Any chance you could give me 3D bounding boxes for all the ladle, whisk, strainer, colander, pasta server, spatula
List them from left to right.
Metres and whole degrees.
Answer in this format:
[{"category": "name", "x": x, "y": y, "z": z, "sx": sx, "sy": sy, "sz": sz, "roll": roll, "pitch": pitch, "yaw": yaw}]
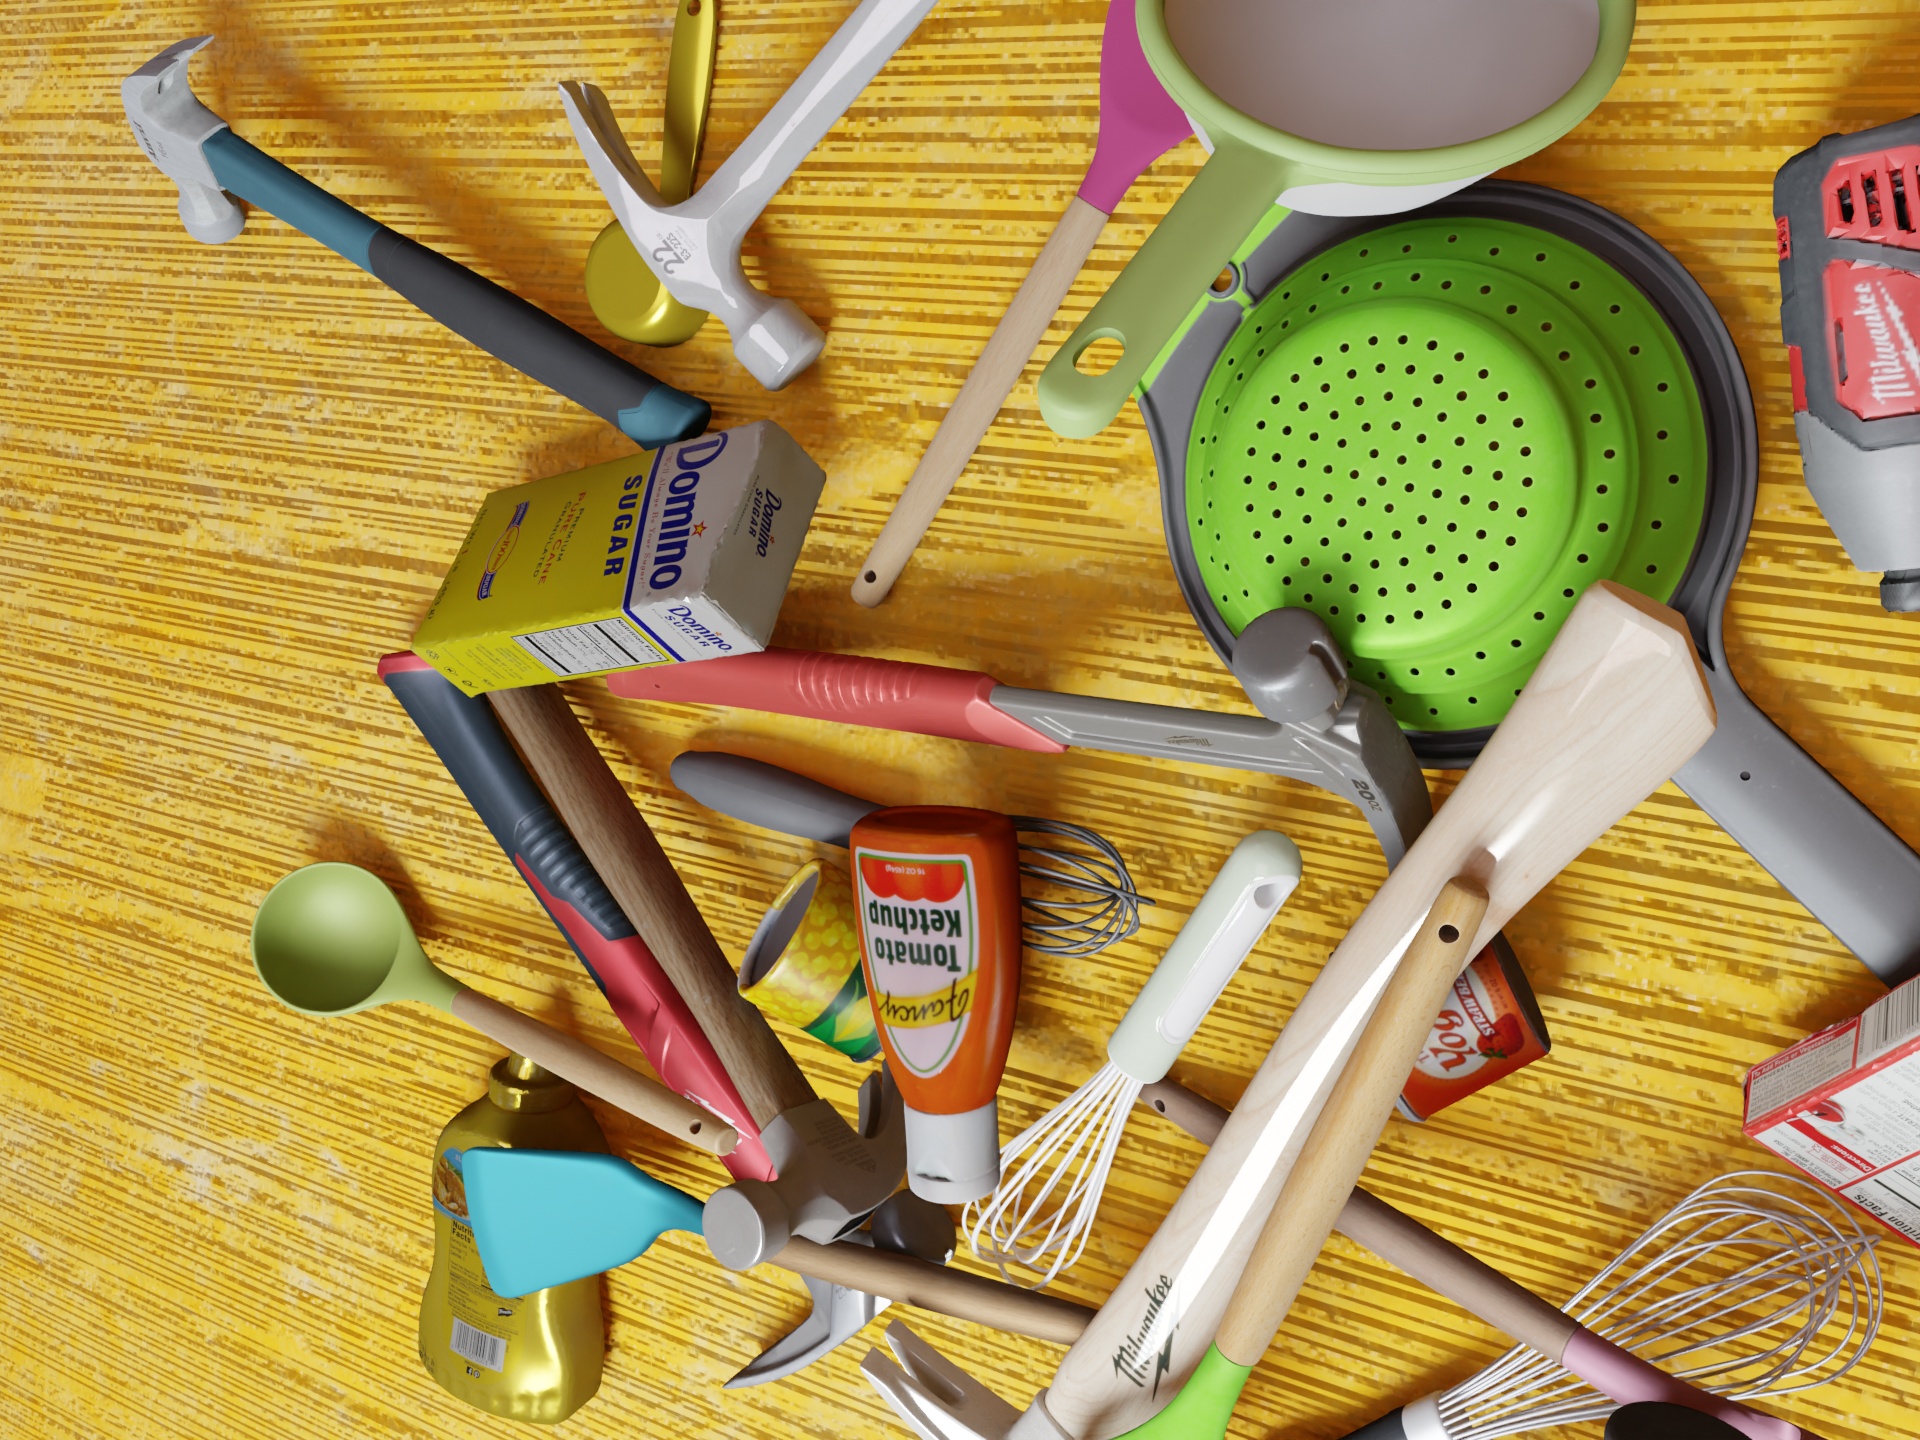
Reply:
[{"category": "ladle", "x": -0.224, "y": 0.136, "z": 0.737, "sx": 0.320, "sy": 0.062, "sz": 0.078, "roll": 14, "pitch": 78, "yaw": 38}, {"category": "spatula", "x": -0.072, "y": 0.233, "z": 0.671, "sx": 0.317, "sy": 0.044, "sz": 0.082, "roll": 4, "pitch": 111, "yaw": 27}, {"category": "whisk", "x": -0.029, "y": 0.047, "z": 0.667, "sx": 0.239, "sy": 0.055, "sz": 0.055, "roll": 15, "pitch": 105, "yaw": 30}, {"category": "whisk", "x": 0.064, "y": 0.135, "z": 0.607, "sx": 0.246, "sy": 0.057, "sz": 0.059, "roll": -63, "pitch": 31, "yaw": 32}, {"category": "strainer", "x": 0.102, "y": -0.170, "z": 0.498, "sx": 0.151, "sy": 0.069, "sz": 0.256, "roll": 31, "pitch": 72, "yaw": 18}, {"category": "pasta server", "x": 0.176, "y": 0.197, "z": 0.533, "sx": 0.316, "sy": 0.040, "sz": 0.060, "roll": 25, "pitch": 120, "yaw": 42}, {"category": "whisk", "x": 0.199, "y": 0.245, "z": 0.576, "sx": 0.284, "sy": 0.070, "sz": 0.070, "roll": -42, "pitch": 78, "yaw": 31}, {"category": "colander", "x": 0.203, "y": -0.021, "z": 0.506, "sx": 0.397, "sy": 0.094, "sz": 0.204, "roll": 47, "pitch": 115, "yaw": 13}]

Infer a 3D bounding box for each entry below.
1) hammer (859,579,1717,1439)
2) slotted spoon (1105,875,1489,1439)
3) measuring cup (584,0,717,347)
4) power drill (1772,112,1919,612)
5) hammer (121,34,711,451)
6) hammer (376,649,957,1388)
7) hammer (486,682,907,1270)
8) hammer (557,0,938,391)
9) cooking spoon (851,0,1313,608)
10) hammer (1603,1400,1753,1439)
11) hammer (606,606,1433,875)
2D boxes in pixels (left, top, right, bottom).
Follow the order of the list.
[{"category": "hammer", "x": 0.103, "y": 0.130, "z": 0.535, "sx": 0.146, "sy": 0.038, "sz": 0.410, "roll": 32, "pitch": 115, "yaw": 12}, {"category": "slotted spoon", "x": 0.097, "y": 0.185, "z": 0.518, "sx": 0.070, "sy": 0.031, "sz": 0.313, "roll": 25, "pitch": 112, "yaw": 13}, {"category": "measuring cup", "x": -0.128, "y": -0.238, "z": 0.678, "sx": 0.062, "sy": 0.029, "sz": 0.156, "roll": 19, "pitch": 109, "yaw": 23}, {"category": "power drill", "x": 0.348, "y": -0.109, "z": 0.432, "sx": 0.220, "sy": 0.078, "sz": 0.143, "roll": -5, "pitch": 96, "yaw": 30}, {"category": "hammer", "x": -0.250, "y": -0.205, "z": 0.722, "sx": 0.331, "sy": 0.033, "sz": 0.128, "roll": 32, "pitch": 156, "yaw": 13}, {"category": "hammer", "x": -0.166, "y": 0.126, "z": 0.751, "sx": 0.143, "sy": 0.038, "sz": 0.386, "roll": -44, "pitch": 78, "yaw": 27}, {"category": "hammer", "x": -0.132, "y": 0.078, "z": 0.696, "sx": 0.031, "sy": 0.130, "sz": 0.332, "roll": -49, "pitch": 65, "yaw": 25}, {"category": "hammer", "x": 0.012, "y": -0.311, "z": 0.580, "sx": 0.144, "sy": 0.035, "sz": 0.405, "roll": 46, "pitch": 114, "yaw": -5}, {"category": "cooking spoon", "x": 0.037, "y": -0.175, "z": 0.611, "sx": 0.069, "sy": 0.017, "sz": 0.318, "roll": 37, "pitch": 112, "yaw": 10}, {"category": "hammer", "x": 0.174, "y": 0.323, "z": 0.540, "sx": 0.146, "sy": 0.035, "sz": 0.334, "roll": 39, "pitch": 135, "yaw": 21}, {"category": "hammer", "x": -0.001, "y": -0.002, "z": 0.624, "sx": 0.359, "sy": 0.149, "sz": 0.037, "roll": 8, "pitch": 62, "yaw": 36}]
